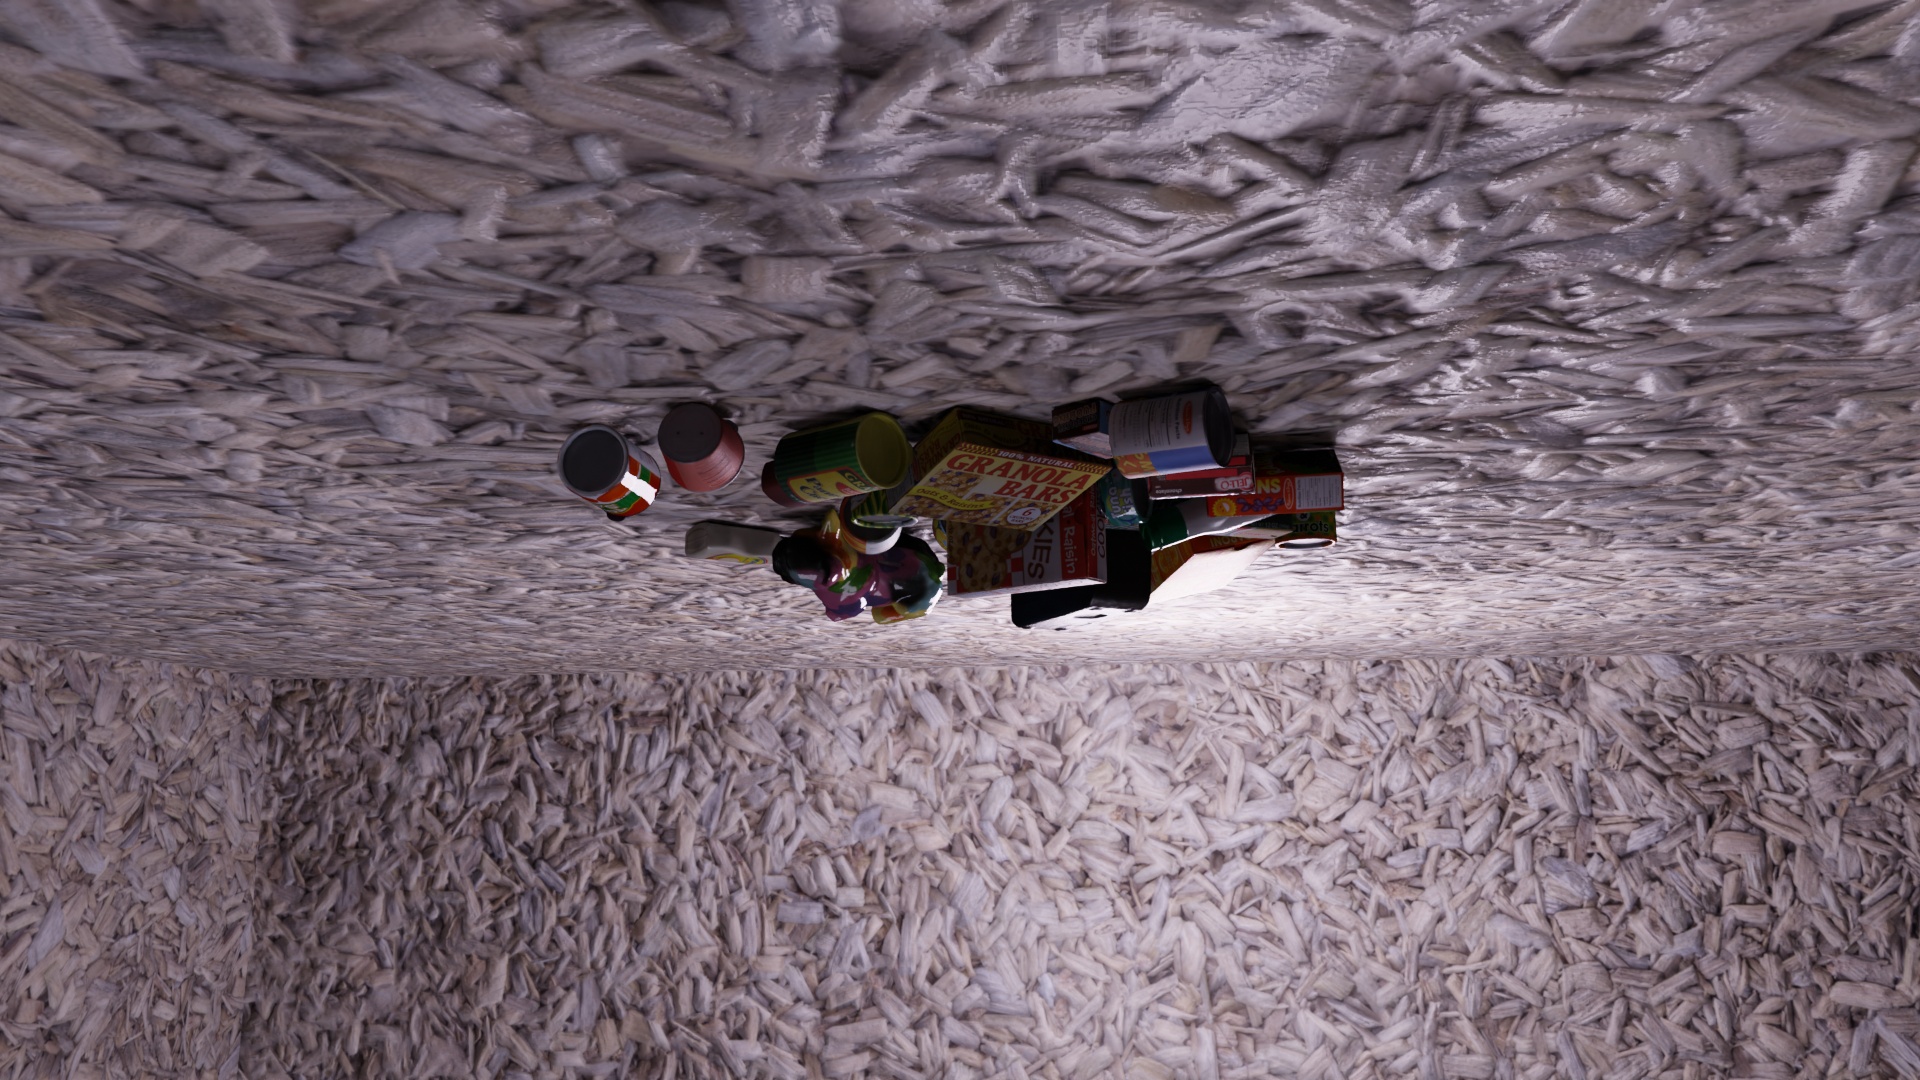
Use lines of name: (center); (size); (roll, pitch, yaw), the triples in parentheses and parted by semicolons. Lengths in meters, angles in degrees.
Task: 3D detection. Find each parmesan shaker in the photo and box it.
parmesan shaker: (-0.102, -0.070, 1.205); (0.103, 0.071, 0.071); (-10, 166, 39)

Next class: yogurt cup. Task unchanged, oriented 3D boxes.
yogurt cup: (-0.219, -0.080, 1.162); (0.072, 0.072, 0.053); (-1, 161, 5)

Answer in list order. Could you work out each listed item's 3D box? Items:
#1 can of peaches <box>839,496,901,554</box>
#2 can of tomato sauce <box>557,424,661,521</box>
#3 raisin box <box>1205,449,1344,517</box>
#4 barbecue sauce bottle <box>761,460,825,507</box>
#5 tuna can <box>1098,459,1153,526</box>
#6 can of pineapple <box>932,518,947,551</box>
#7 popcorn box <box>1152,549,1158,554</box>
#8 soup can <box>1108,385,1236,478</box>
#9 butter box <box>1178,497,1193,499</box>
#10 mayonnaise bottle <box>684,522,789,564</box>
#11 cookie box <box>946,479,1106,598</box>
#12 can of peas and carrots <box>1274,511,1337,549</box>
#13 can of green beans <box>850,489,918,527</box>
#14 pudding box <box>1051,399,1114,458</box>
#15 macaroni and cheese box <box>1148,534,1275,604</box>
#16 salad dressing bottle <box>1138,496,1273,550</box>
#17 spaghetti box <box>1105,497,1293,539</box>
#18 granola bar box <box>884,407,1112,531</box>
can of peaches: (-0.095, -0.024, 1.453); (0.071, 0.071, 0.058); (0, 169, -4)
can of tomato sauce: (-0.314, -0.060, 1.239); (0.071, 0.071, 0.083); (-2, 168, 7)
raisin box: (0.289, -0.054, 1.289); (0.123, 0.040, 0.086); (-3, -161, 11)
barbecue sauce bottle: (-0.115, -0.063, 1.300); (0.148, 0.044, 0.065); (-10, 160, 37)
tuna can: (0.158, -0.047, 1.332); (0.033, 0.071, 0.071); (-8, 167, 26)
can of pineapple: (0.005, -0.018, 1.472); (0.071, 0.071, 0.057); (2, 169, -10)
popcorn box: (0.225, -0.001, 1.657); (0.085, 0.038, 0.126); (-7, 167, 24)
soup can: (0.172, -0.086, 1.129); (0.083, 0.071, 0.071); (-6, 167, 30)
butter box: (0.236, -0.051, 1.431); (0.053, 0.024, 0.103); (-4, 168, 19)
mayonnaise bottle: (-0.253, 0.008, 1.671); (0.148, 0.041, 0.064); (9, 164, -39)
cookie box: (0.062, -0.012, 1.361); (0.167, 0.123, 0.040); (-8, 167, 36)
can of peas and carrots: (0.367, -0.024, 1.484); (0.071, 0.059, 0.071); (-1, 169, 0)
can of green beans: (-0.074, -0.046, 1.351); (0.071, 0.058, 0.071); (0, 169, 0)
pudding box: (0.120, -0.094, 1.184); (0.049, 0.030, 0.084); (-8, 166, 39)
macaroni and cheese box: (0.283, 0.020, 1.606); (0.124, 0.040, 0.165); (-11, 161, -21)
salad dressing bottle: (0.249, -0.030, 1.367); (0.148, 0.044, 0.064); (-19, 154, -8)
spaghetti box: (0.215, -0.026, 1.415); (0.250, 0.029, 0.050); (4, 169, -13)
granola bar box: (0.032, -0.061, 1.241); (0.166, 0.039, 0.123); (7, 148, -35)
